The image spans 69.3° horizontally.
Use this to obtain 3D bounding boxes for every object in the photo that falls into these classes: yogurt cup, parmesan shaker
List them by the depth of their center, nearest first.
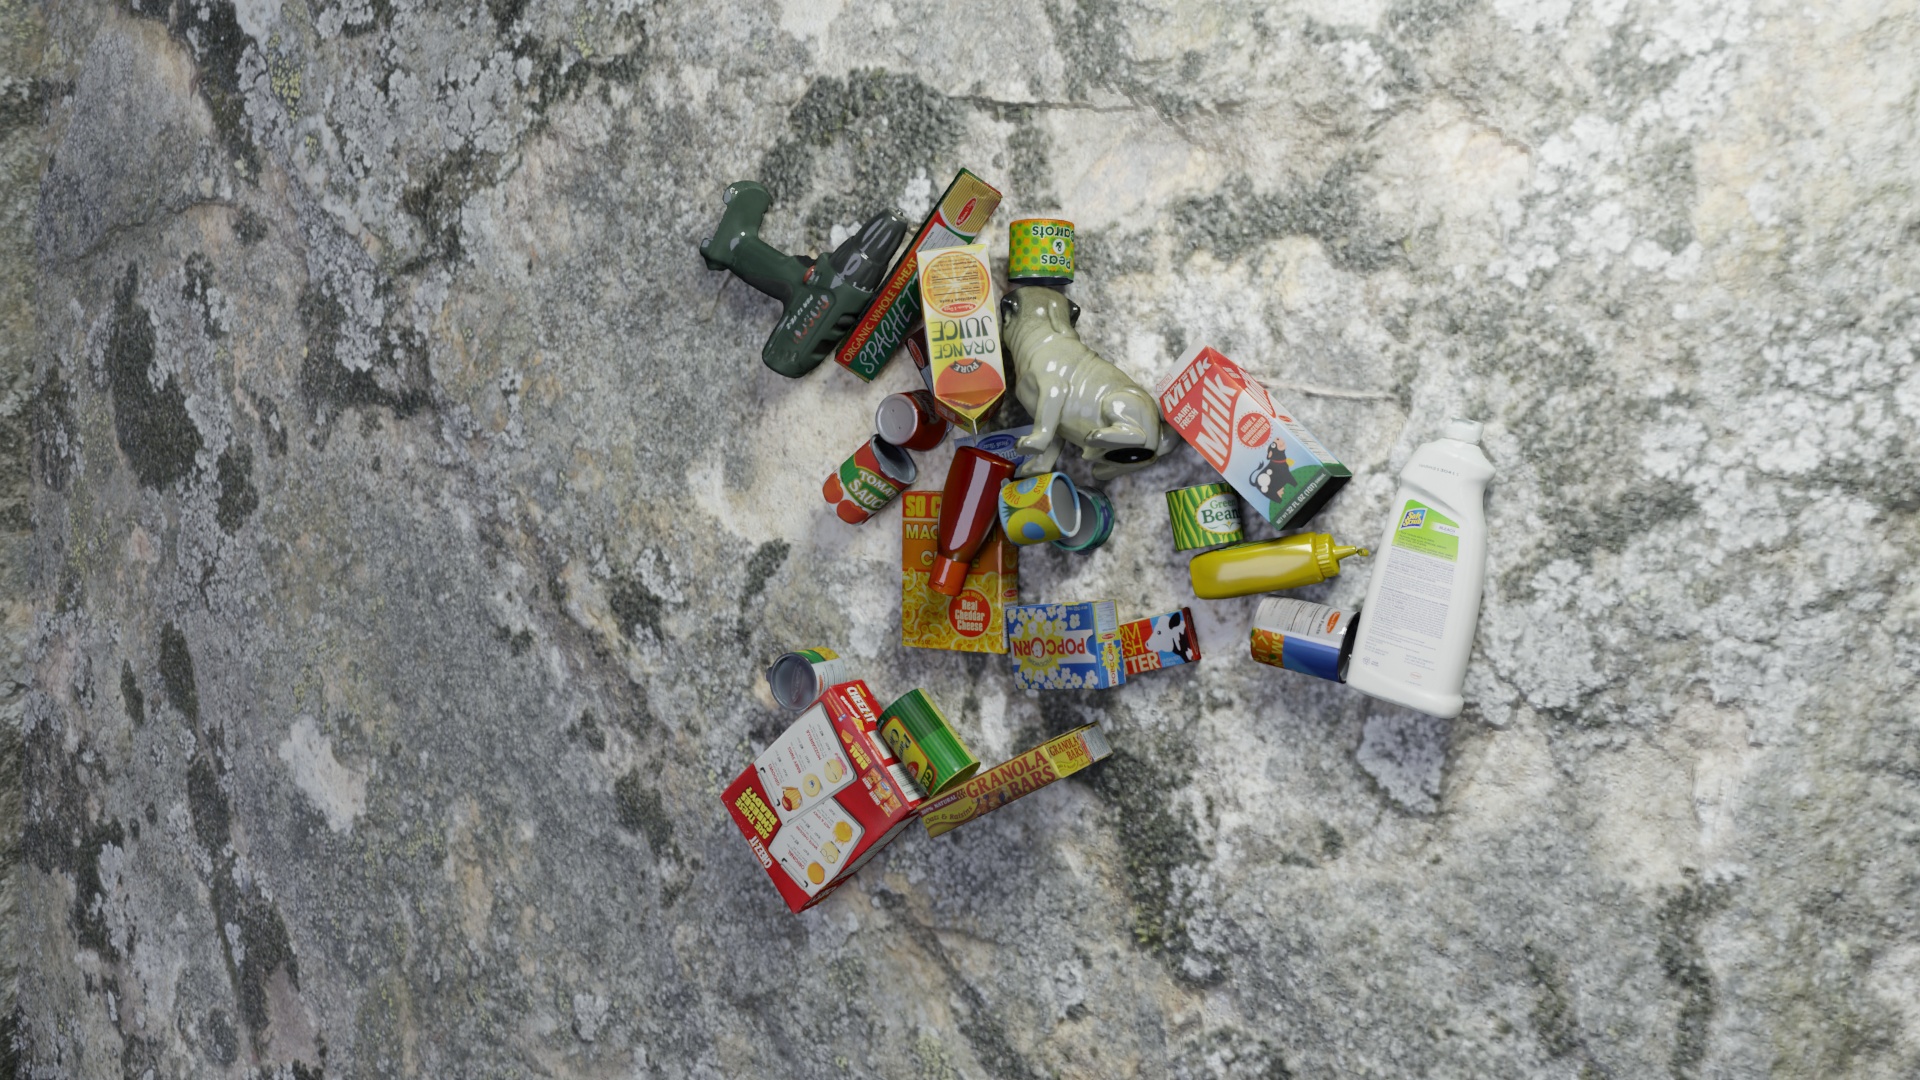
[{"bbox_3d":[-0.054,-0.128,1.476,0.072,0.054,0.072,2,93,32],"label":"yogurt cup"},{"bbox_3d":[-0.036,0.218,1.477,0.071,0.071,0.103,-48,69,24],"label":"parmesan shaker"}]

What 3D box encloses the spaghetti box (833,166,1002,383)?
[{"bbox_3d":[-0.048,-0.277,1.466,0.050,0.029,0.249,31,113,-18],"label":"spaghetti box"}]

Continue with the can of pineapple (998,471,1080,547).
[{"bbox_3d":[0.077,-0.032,1.355,0.058,0.071,0.071,-12,86,30],"label":"can of pineapple"}]

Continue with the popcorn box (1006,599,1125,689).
[{"bbox_3d":[0.103,0.104,1.383,0.126,0.038,0.085,-8,88,50],"label":"popcorn box"}]

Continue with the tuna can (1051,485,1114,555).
[{"bbox_3d":[0.118,-0.019,1.392,0.071,0.033,0.071,2,93,31],"label":"tuna can"}]

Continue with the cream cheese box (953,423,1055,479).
[{"bbox_3d":[0.045,-0.088,1.437,0.103,0.024,0.053,-9,89,31],"label":"cream cheese box"}]

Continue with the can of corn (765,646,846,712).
[{"bbox_3d":[-0.173,0.154,1.558,0.071,0.058,0.071,2,94,31],"label":"can of corn"}]

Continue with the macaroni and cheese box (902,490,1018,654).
[{"bbox_3d":[-0.001,0.031,1.461,0.123,0.040,0.166,1,93,30],"label":"macaroni and cheese box"}]

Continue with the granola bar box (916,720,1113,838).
[{"bbox_3d":[0.055,0.238,1.389,0.165,0.124,0.039,-31,79,28],"label":"granola bar box"}]

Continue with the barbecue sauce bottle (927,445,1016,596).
[{"bbox_3d":[0.005,-0.018,1.405,0.065,0.044,0.148,22,102,20],"label":"barbecue sauce bottle"}]

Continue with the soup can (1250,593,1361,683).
[{"bbox_3d":[0.315,0.090,1.263,0.084,0.071,0.071,12,99,30],"label":"soup can"}]

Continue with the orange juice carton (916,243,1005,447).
[{"bbox_3d":[0.003,-0.193,1.401,0.073,0.071,0.193,-7,83,-2],"label":"orange juice carton"}]

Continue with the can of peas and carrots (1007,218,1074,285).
[{"bbox_3d":[0.082,-0.286,1.379,0.071,0.071,0.058,3,94,31],"label":"can of peas and carrots"}]

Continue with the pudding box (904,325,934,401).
[{"bbox_3d":[-0.018,-0.188,1.466,0.049,0.030,0.084,-34,76,29],"label":"pudding box"}]

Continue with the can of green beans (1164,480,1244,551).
[{"bbox_3d":[0.230,-0.023,1.305,0.071,0.071,0.058,-11,87,31],"label":"can of green beans"}]

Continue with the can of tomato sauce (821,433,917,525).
[{"bbox_3d":[-0.099,-0.064,1.497,0.083,0.071,0.071,-39,73,27],"label":"can of tomato sauce"}]

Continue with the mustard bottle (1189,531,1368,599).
[{"bbox_3d":[0.294,0.021,1.275,0.160,0.065,0.049,-12,88,25],"label":"mustard bottle"}]

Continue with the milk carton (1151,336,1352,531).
[{"bbox_3d":[0.261,-0.100,1.279,0.191,0.073,0.072,49,115,20],"label":"milk carton"}]

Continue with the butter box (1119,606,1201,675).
[{"bbox_3d":[0.181,0.102,1.365,0.103,0.024,0.053,-17,84,30],"label":"butter box"}]
